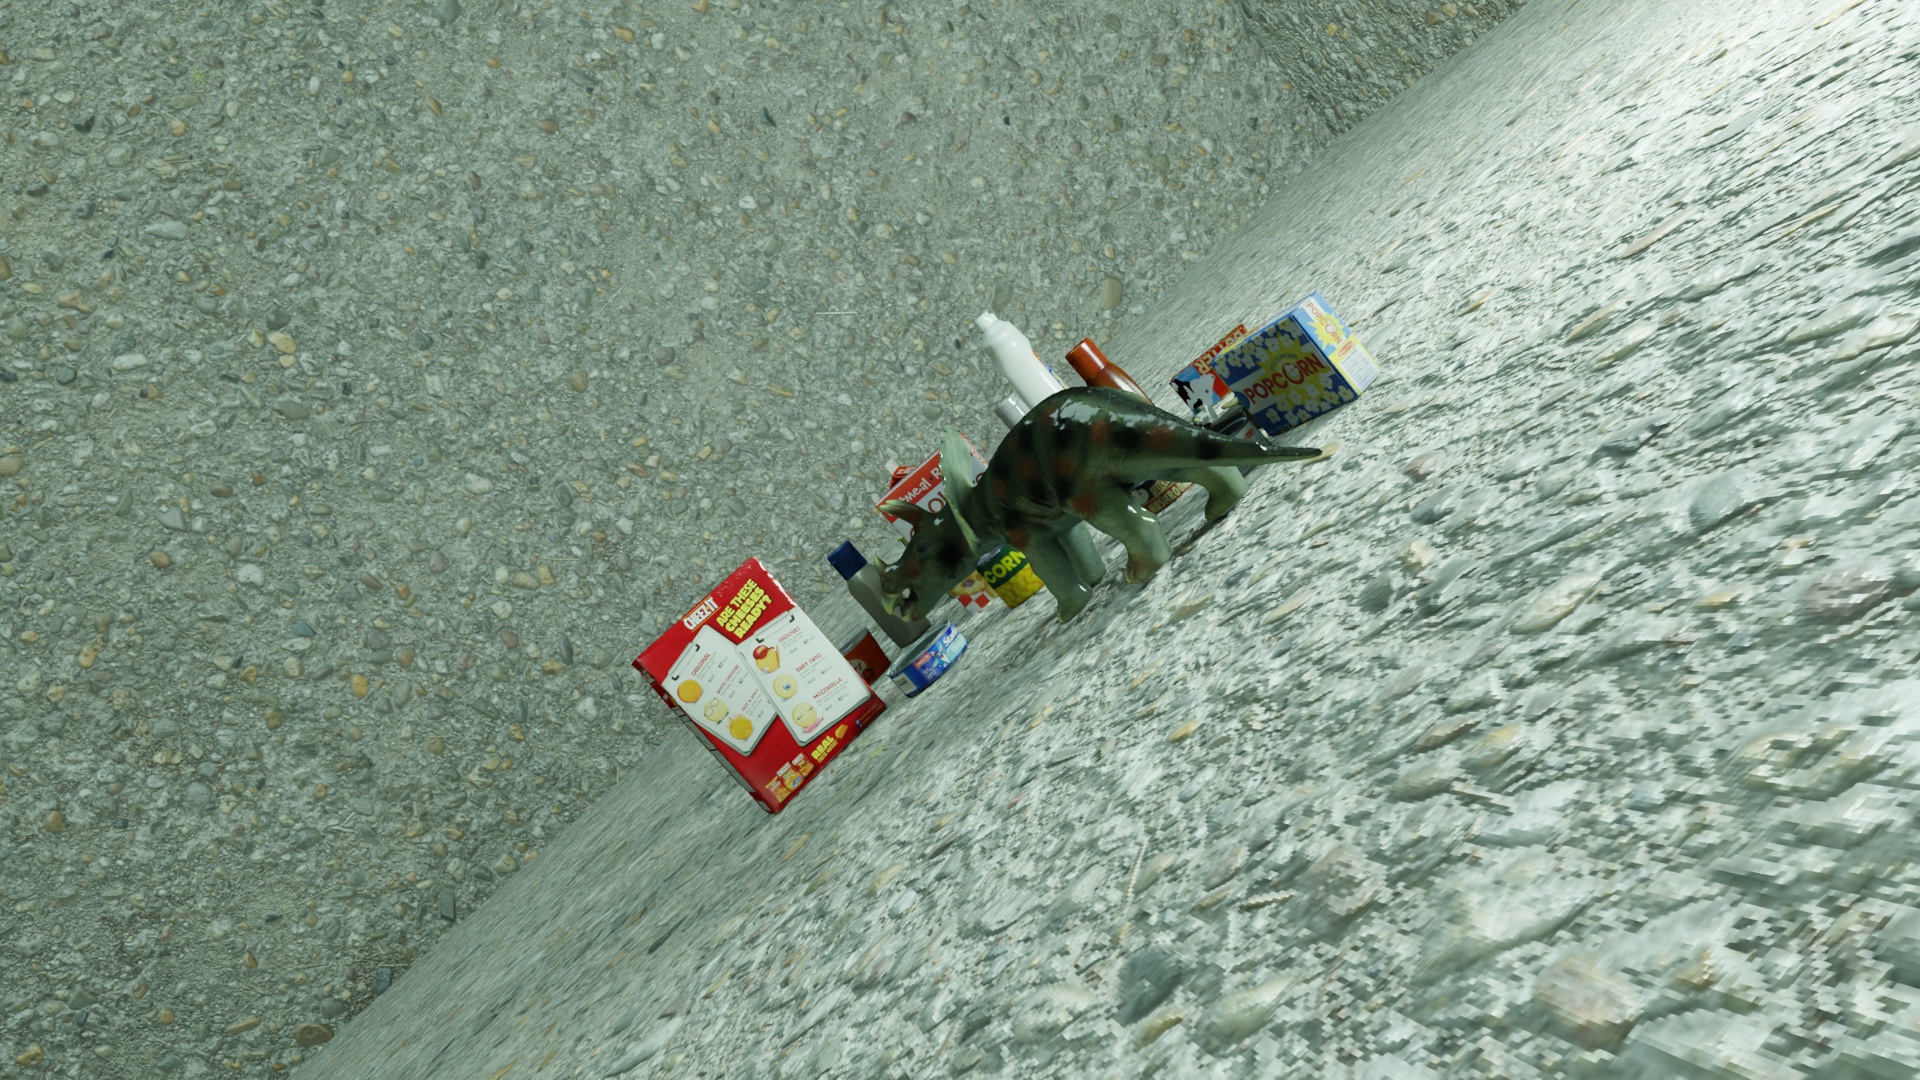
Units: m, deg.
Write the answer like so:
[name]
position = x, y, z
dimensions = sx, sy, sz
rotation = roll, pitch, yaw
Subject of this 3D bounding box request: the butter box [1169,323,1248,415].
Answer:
[butter box]
position = 0.289, -0.189, 1.548
dimensions = 0.103, 0.053, 0.024
rotation = -38, 6, 25

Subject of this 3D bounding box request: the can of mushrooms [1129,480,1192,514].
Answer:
[can of mushrooms]
position = 0.187, -0.054, 1.293
dimensions = 0.071, 0.033, 0.071
rotation = -41, 6, 5

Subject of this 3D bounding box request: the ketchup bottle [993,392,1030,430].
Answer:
[ketchup bottle]
position = 0.104, -0.124, 1.790
dimensions = 0.043, 0.148, 0.065
rotation = -37, 7, 40

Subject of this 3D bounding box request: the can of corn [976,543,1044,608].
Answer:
[can of corn]
position = 0.056, 0.028, 1.415
dimensions = 0.071, 0.058, 0.071
rotation = -41, 6, 5

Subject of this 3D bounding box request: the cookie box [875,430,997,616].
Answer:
[cookie box]
position = 0.006, -0.019, 1.553
dimensions = 0.123, 0.167, 0.040
rotation = -40, 5, 10

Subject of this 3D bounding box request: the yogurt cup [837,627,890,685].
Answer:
[yogurt cup]
position = -0.123, 0.148, 1.702
dimensions = 0.072, 0.054, 0.072
rotation = -41, 6, 5

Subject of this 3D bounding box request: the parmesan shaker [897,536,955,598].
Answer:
[parmesan shaker]
position = -0.023, 0.017, 1.788
dimensions = 0.071, 0.103, 0.071
rotation = -41, 5, 5

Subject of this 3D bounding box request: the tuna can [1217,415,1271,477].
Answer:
[tuna can]
position = 0.226, -0.071, 1.173
dimensions = 0.071, 0.033, 0.071
rotation = -41, 6, 5

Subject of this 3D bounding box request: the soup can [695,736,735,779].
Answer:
[soup can]
position = -0.289, 0.262, 1.786
dimensions = 0.071, 0.083, 0.071
rotation = -41, 5, 5

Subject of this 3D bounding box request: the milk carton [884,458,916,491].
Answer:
[milk carton]
position = -0.023, -0.020, 1.626
dimensions = 0.073, 0.190, 0.072
rotation = -40, 5, 9

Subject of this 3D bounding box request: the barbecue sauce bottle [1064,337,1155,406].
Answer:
[barbecue sauce bottle]
position = 0.182, -0.169, 1.616
dimensions = 0.044, 0.148, 0.064
rotation = -43, 6, -21

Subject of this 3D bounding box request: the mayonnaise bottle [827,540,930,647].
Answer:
[mayonnaise bottle]
position = -0.104, 0.065, 1.731
dimensions = 0.041, 0.148, 0.064
rotation = -45, 6, -33

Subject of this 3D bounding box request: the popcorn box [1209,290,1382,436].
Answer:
[popcorn box]
position = 0.272, -0.142, 1.138
dimensions = 0.038, 0.085, 0.126
rotation = -43, 6, -23
